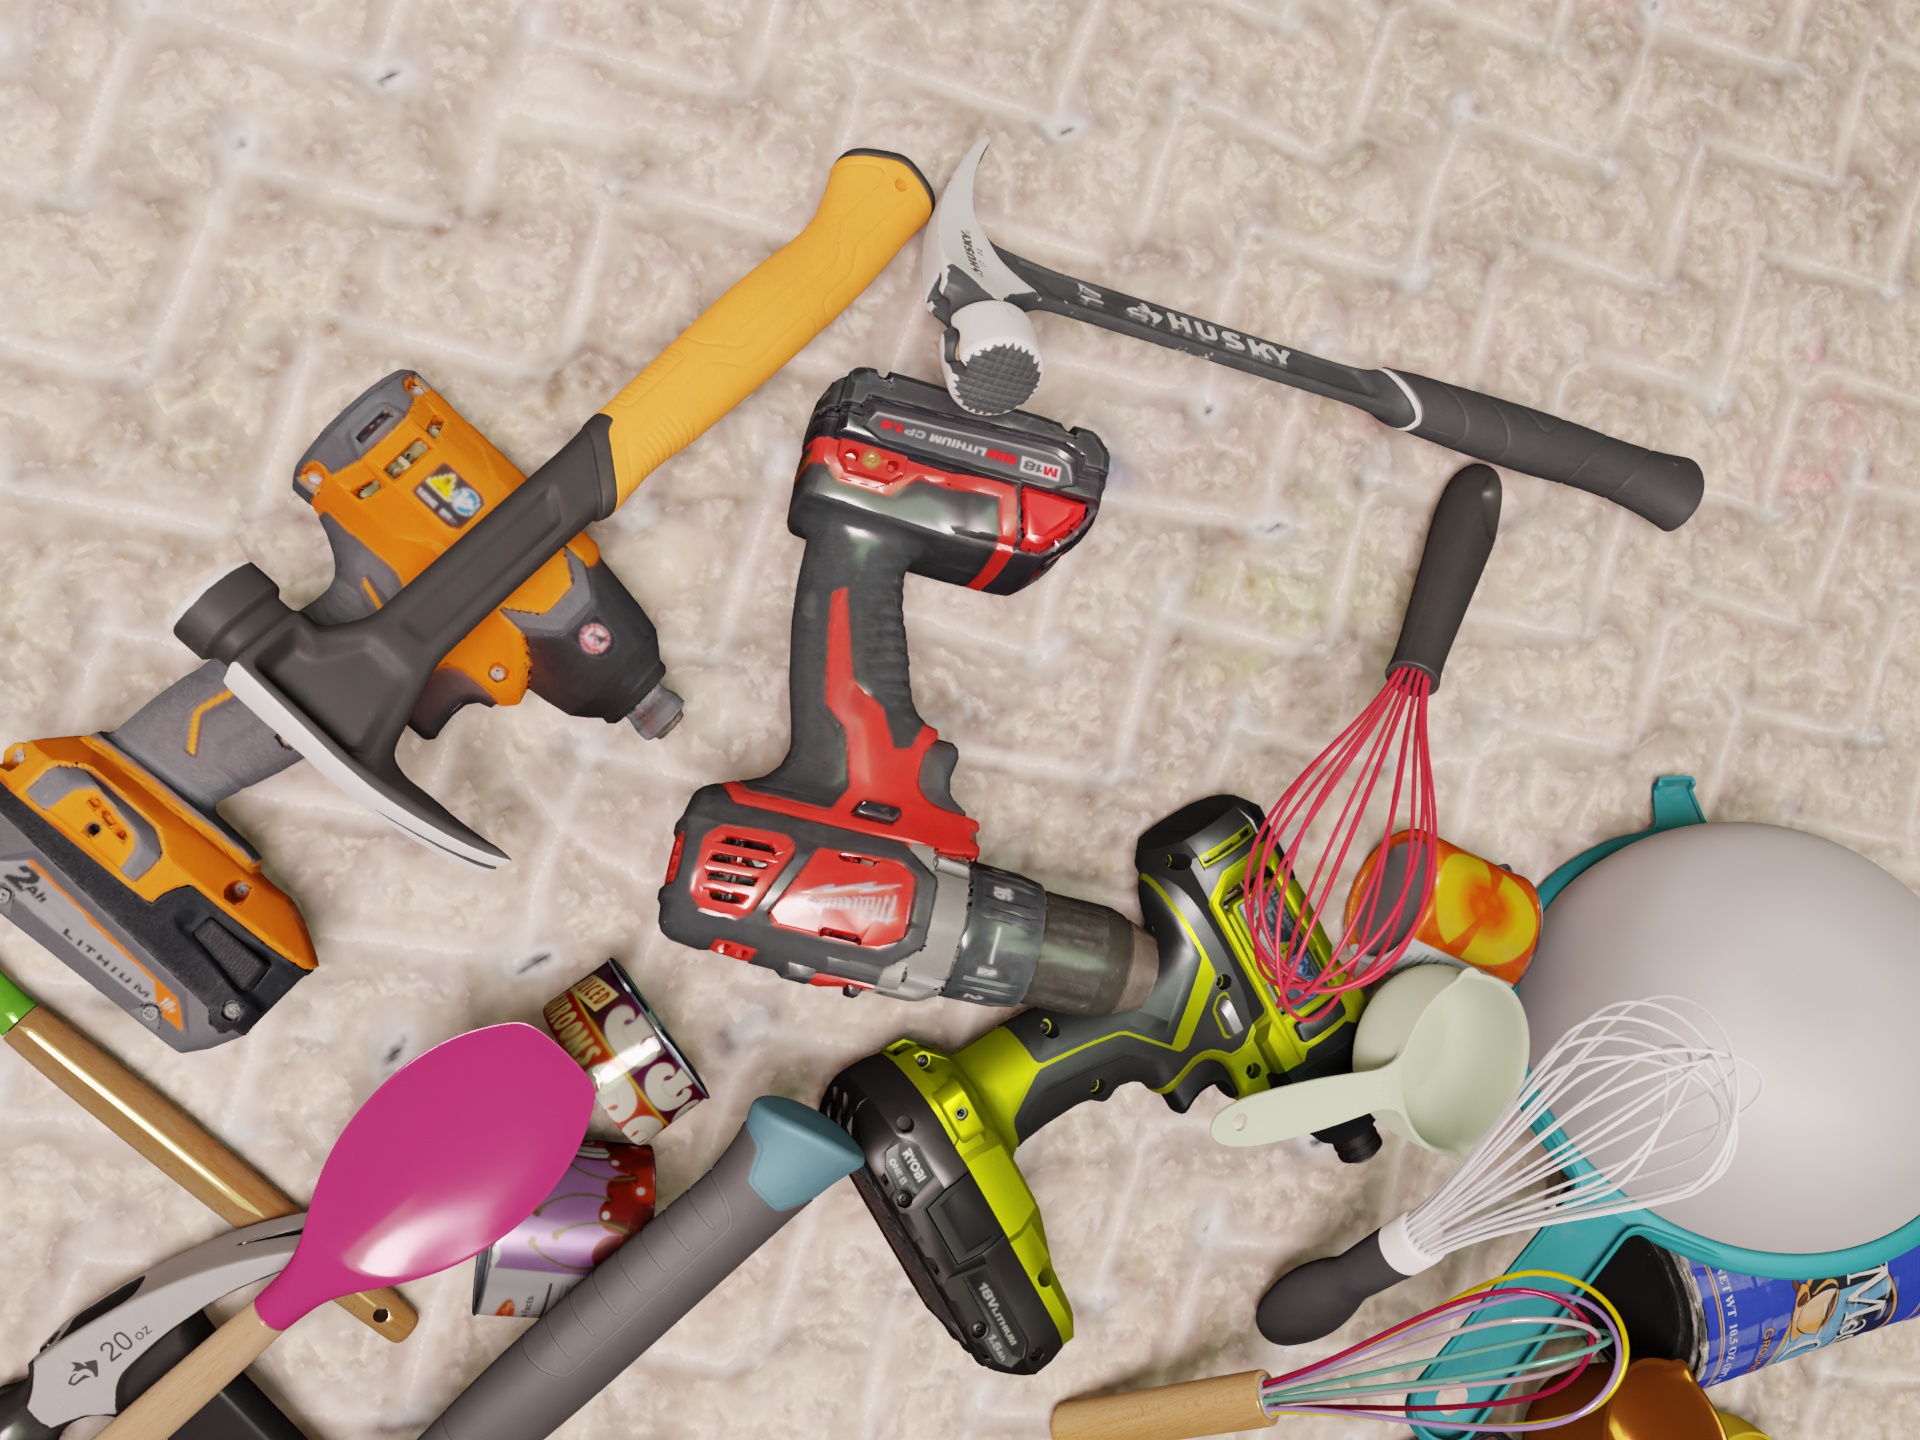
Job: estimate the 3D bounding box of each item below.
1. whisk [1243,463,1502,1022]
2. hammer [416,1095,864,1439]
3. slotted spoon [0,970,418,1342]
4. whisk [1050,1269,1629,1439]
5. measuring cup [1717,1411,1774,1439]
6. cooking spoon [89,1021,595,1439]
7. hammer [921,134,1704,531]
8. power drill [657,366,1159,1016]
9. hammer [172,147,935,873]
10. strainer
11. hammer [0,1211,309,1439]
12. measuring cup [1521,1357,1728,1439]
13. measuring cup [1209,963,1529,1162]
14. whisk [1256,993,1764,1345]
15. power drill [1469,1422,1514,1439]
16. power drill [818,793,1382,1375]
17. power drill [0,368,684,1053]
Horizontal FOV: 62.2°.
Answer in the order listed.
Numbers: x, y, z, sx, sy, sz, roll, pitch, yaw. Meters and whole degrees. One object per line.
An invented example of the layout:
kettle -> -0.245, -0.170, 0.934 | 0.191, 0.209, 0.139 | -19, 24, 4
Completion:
whisk -> 0.186, -0.003, 0.673 | 0.073, 0.073, 0.296 | 36, 59, -14
hammer -> -0.170, 0.250, 0.553 | 0.331, 0.033, 0.128 | -41, 105, -4
slotted spoon -> -0.316, 0.123, 0.572 | 0.070, 0.031, 0.313 | -46, 104, -11
whisk -> 0.142, 0.262, 0.634 | 0.245, 0.051, 0.047 | -23, 86, 28
measuring cup -> 0.366, 0.414, 0.785 | 0.062, 0.029, 0.156 | 2, 101, -17
cooking spoon -> -0.254, 0.219, 0.542 | 0.319, 0.017, 0.068 | -42, 105, -1
hammer -> 0.168, -0.146, 0.687 | 0.408, 0.036, 0.149 | 10, 47, -25
power drill -> -0.001, -0.002, 0.611 | 0.188, 0.080, 0.227 | 15, 75, -10
hammer -> -0.110, -0.101, 0.581 | 0.127, 0.034, 0.337 | 45, 61, -11
strainer -> 0.301, 0.161, 0.660 | 0.340, 0.095, 0.211 | -41, 64, -20
hammer -> -0.199, 0.330, 0.596 | 0.146, 0.035, 0.334 | -38, 103, -2
measuring cup -> 0.307, 0.339, 0.675 | 0.173, 0.052, 0.095 | 40, 51, -18
measuring cup -> 0.159, 0.143, 0.645 | 0.167, 0.038, 0.083 | -6, 99, -28
whisk -> 0.196, 0.193, 0.620 | 0.070, 0.284, 0.070 | 16, 47, -18
power drill -> 0.209, 0.456, 0.707 | 0.185, 0.084, 0.226 | -18, 100, -14
power drill -> 0.070, 0.158, 0.664 | 0.223, 0.080, 0.171 | -31, 98, -18
power drill -> -0.219, 0.006, 0.574 | 0.164, 0.084, 0.226 | 44, 74, -12
